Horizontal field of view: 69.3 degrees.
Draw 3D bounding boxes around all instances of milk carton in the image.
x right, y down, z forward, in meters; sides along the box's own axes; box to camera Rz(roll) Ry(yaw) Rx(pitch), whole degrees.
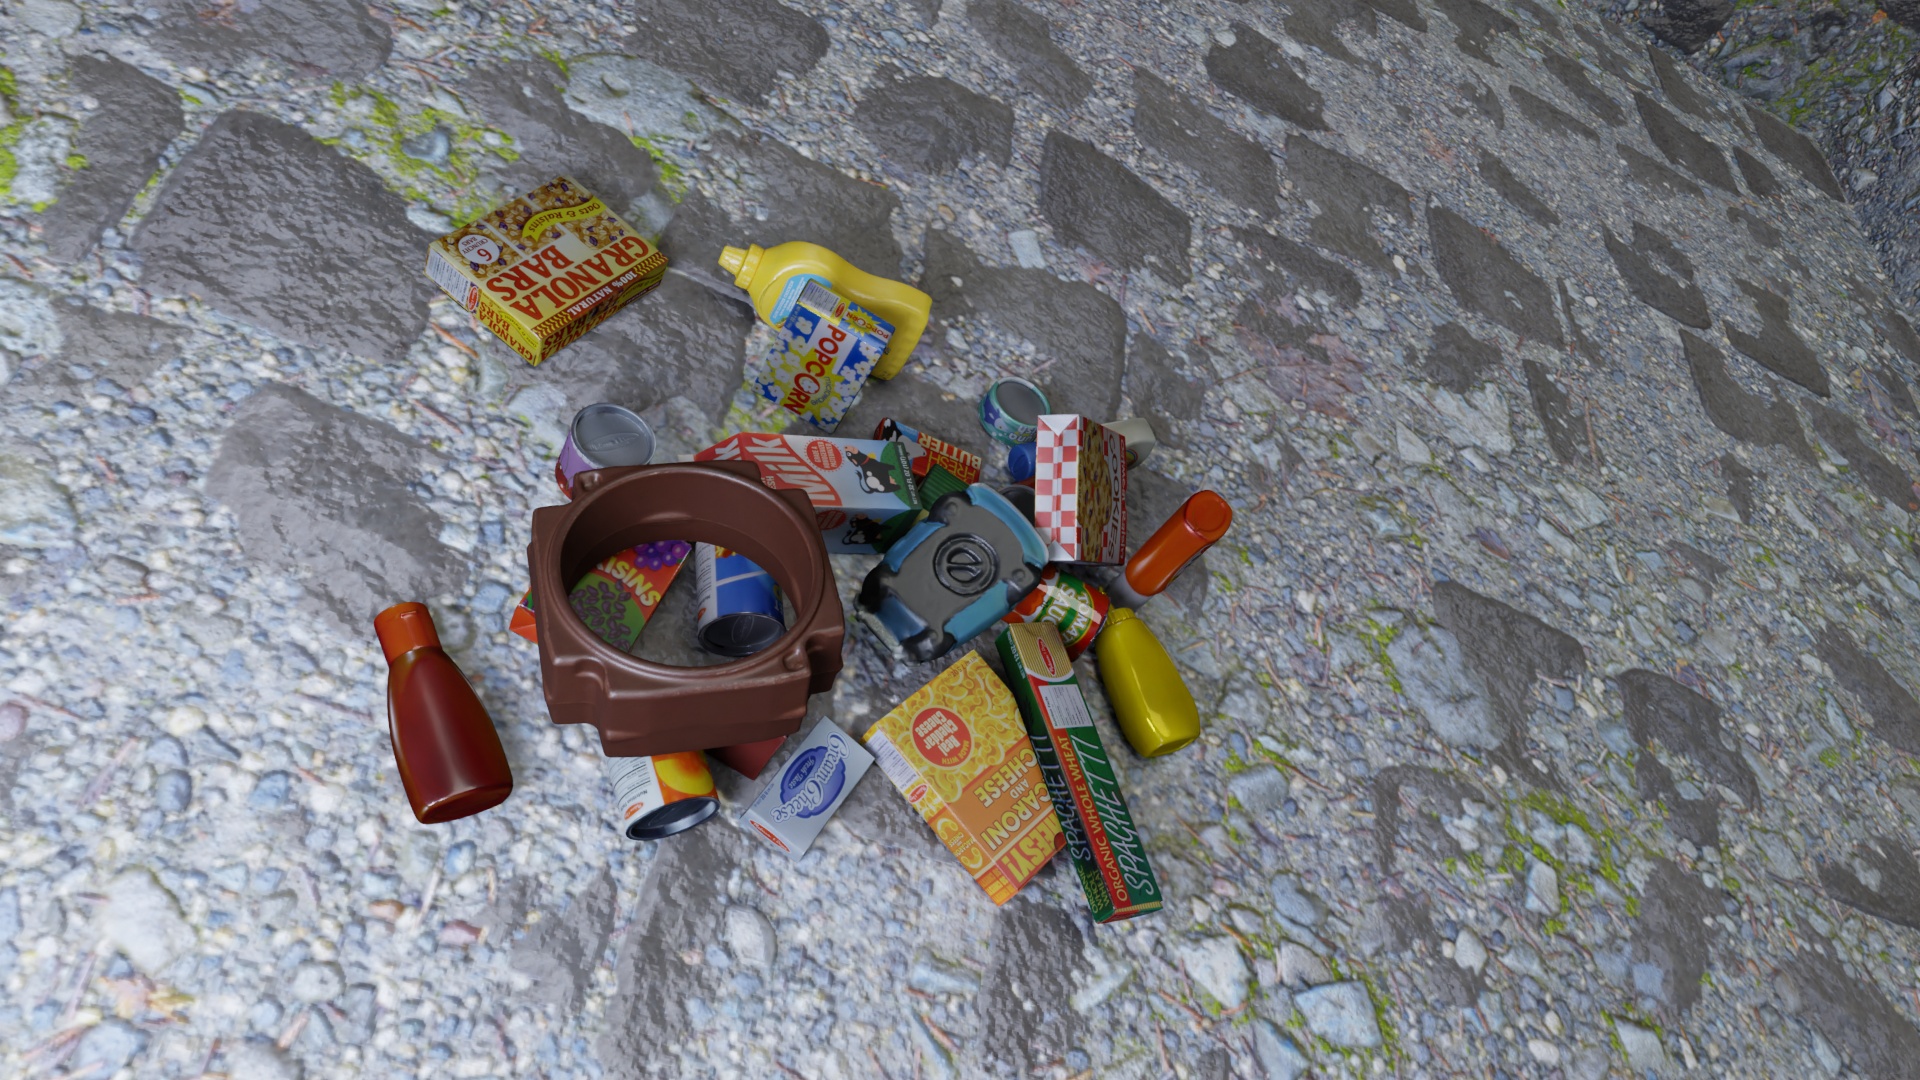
[{"bbox_3d":[-0.136,-0.038,1.146,0.191,0.073,0.072,2,57,-30],"label":"milk carton"}]

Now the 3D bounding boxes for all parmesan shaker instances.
[{"bbox_3d":[0.004,-0.015,1.215,0.103,0.071,0.072,33,46,-5],"label":"parmesan shaker"}]

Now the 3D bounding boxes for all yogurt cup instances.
[{"bbox_3d":[0.068,-0.027,1.269,0.072,0.072,0.054,46,38,7],"label":"yogurt cup"}]

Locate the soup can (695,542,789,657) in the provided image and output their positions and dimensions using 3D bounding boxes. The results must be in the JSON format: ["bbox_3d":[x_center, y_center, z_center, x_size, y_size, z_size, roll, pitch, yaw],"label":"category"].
[{"bbox_3d":[-0.168,0.038,1.074,0.071,0.071,0.084,9,53,-26],"label":"soup can"}]

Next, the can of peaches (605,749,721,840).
[{"bbox_3d":[-0.204,0.167,0.958,0.071,0.071,0.058,-6,60,-34],"label":"can of peaches"}]

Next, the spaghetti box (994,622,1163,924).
[{"bbox_3d":[0.090,0.178,1.094,0.050,0.028,0.251,2,55,-34],"label":"spaghetti box"}]

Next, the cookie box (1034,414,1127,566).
[{"bbox_3d":[0.109,-0.040,1.225,0.167,0.040,0.123,8,82,-69],"label":"cookie box"}]

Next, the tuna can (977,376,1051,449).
[{"bbox_3d":[0.054,-0.124,1.353,0.071,0.032,0.071,16,50,-20],"label":"tuna can"}]

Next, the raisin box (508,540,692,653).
[{"bbox_3d":[-0.267,0.033,1.038,0.086,0.040,0.124,30,46,-7],"label":"raisin box"}]

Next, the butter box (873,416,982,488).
[{"bbox_3d":[-0.031,-0.069,1.266,0.103,0.024,0.053,23,47,-15],"label":"butter box"}]

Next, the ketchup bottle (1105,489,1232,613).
[{"bbox_3d":[0.182,0.016,1.245,0.043,0.148,0.065,44,47,4],"label":"ketchup bottle"}]

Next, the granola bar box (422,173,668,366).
[{"bbox_3d":[-0.351,-0.234,1.188,0.124,0.038,0.166,40,46,2],"label":"granola bar box"}]

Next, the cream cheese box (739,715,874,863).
[{"bbox_3d":[-0.112,0.183,1.028,0.053,0.024,0.104,40,46,-1],"label":"cream cheese box"}]

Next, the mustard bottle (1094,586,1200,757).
[{"bbox_3d":[0.154,0.111,1.226,0.065,0.048,0.161,-4,59,-33],"label":"mustard bottle"}]

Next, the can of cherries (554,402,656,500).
[{"bbox_3d":[-0.279,-0.063,1.090,0.071,0.058,0.072,17,49,-21],"label":"can of cherries"}]

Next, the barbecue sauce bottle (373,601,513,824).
[{"bbox_3d":[-0.351,0.111,0.925,0.065,0.043,0.149,-11,63,-37],"label":"barbecue sauce bottle"}]

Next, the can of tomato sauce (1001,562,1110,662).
[{"bbox_3d":[0.078,0.057,1.207,0.083,0.070,0.071,31,47,-7],"label":"can of tomato sauce"}]

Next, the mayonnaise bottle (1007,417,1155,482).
[{"bbox_3d":[0.116,-0.084,1.343,0.148,0.064,0.041,-12,66,-32],"label":"mayonnaise bottle"}]

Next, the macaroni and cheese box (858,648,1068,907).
[{"bbox_3d":[0.019,0.184,1.095,0.166,0.040,0.124,48,47,9],"label":"macaroni and cheese box"}]

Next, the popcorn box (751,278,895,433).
[{"bbox_3d":[-0.121,-0.159,1.210,0.085,0.126,0.038,29,50,-9],"label":"popcorn box"}]
